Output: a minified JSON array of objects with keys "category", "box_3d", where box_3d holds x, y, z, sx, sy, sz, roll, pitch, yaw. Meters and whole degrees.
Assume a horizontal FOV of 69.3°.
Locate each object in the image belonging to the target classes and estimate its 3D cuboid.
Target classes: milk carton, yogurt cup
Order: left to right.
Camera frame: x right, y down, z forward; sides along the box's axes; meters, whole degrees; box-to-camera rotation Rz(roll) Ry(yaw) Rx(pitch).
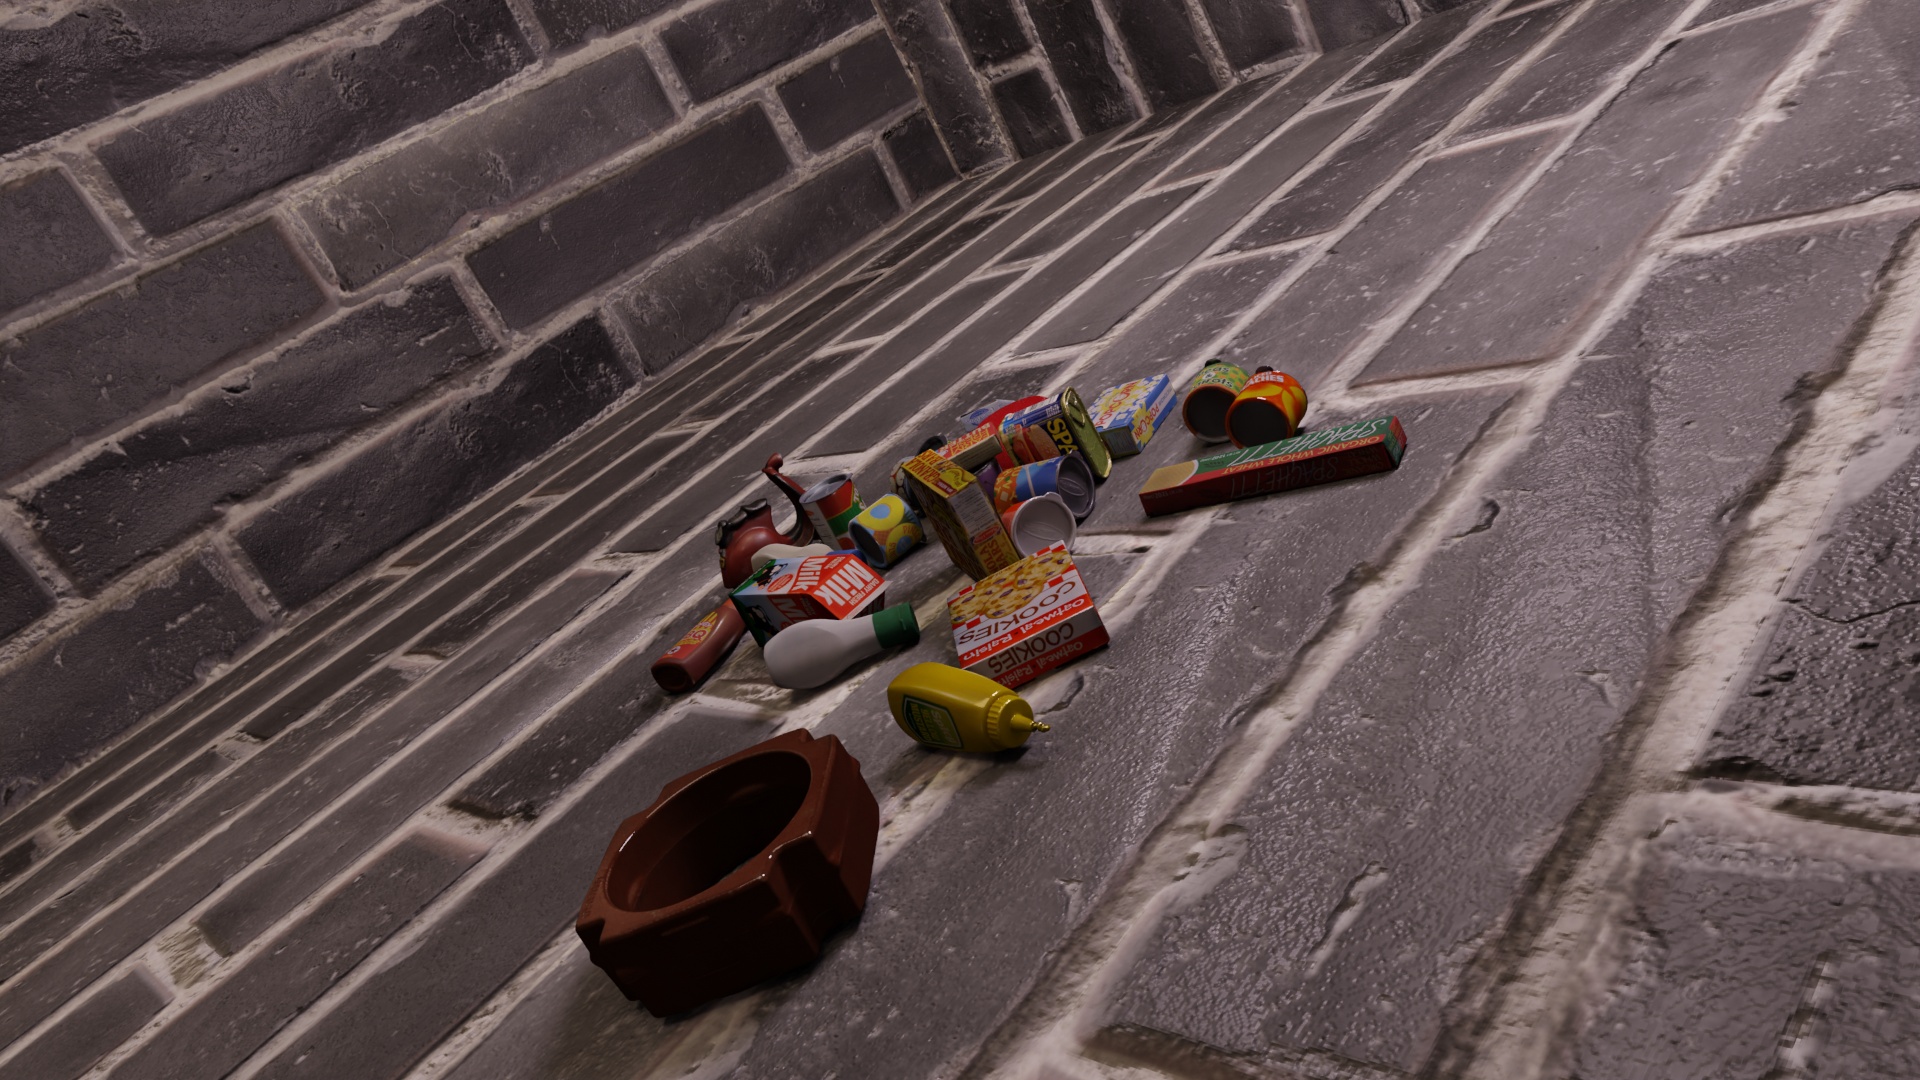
[{"category":"milk carton","box_3d":[-0.151,0.064,1.448,0.190,0.073,0.073,-4,31,47]},{"category":"yogurt cup","box_3d":[0.072,-0.010,1.357,0.072,0.072,0.054,-34,13,-16]}]

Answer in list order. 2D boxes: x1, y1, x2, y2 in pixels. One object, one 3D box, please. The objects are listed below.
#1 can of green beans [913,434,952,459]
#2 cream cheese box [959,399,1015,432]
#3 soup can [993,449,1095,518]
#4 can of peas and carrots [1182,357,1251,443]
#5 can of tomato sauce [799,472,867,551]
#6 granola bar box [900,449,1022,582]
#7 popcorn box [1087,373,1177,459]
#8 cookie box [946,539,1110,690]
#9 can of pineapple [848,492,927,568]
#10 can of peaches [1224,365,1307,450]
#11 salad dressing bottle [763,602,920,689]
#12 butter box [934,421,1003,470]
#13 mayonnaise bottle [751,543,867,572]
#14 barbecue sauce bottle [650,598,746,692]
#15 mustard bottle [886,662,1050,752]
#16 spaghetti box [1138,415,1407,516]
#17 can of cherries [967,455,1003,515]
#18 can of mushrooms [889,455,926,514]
[{"category":"can of green beans","box_3d":[-0.015,-0.081,1.609,0.071,0.058,0.071,-30,50,44]},{"category":"cream cheese box","box_3d":[0.039,-0.158,1.761,0.053,0.024,0.104,-24,-1,16]},{"category":"soup can","box_3d":[0.086,-0.052,1.427,0.083,0.071,0.072,-11,26,40]},{"category":"can of peas and carrots","box_3d":[0.264,-0.143,1.418,0.071,0.070,0.059,-16,24,31]},{"category":"can of tomato sauce","box_3d":[-0.140,-0.029,1.646,0.071,0.083,0.071,-25,20,10]},{"category":"granola bar box","box_3d":[0.005,-0.017,1.370,0.039,0.124,0.166,-31,20,-8]},{"category":"popcorn box","box_3d":[0.181,-0.136,1.556,0.085,0.038,0.127,-11,26,37]},{"category":"cookie box","box_3d":[0.056,0.069,1.219,0.123,0.040,0.168,-27,19,4]},{"category":"can of pineapple","box_3d":[-0.082,-0.010,1.552,0.058,0.071,0.071,-38,22,-24]},{"category":"can of peaches","box_3d":[0.293,-0.124,1.334,0.071,0.071,0.058,-12,26,37]},{"category":"salad dressing bottle","box_3d":[-0.114,0.099,1.341,0.148,0.064,0.044,-18,1,4]},{"category":"butter box","box_3d":[-0.003,-0.092,1.534,0.103,0.024,0.053,-28,20,5]},{"category":"mayonnaise bottle","box_3d":[-0.170,0.033,1.572,0.148,0.064,0.041,-5,26,39]},{"category":"barbecue sauce bottle","box_3d":[-0.277,0.109,1.547,0.064,0.043,0.149,-12,25,39]},{"category":"mustard bottle","box_3d":[0.009,0.135,1.088,0.049,0.065,0.160,-37,25,-34]},{"category":"spaghetti box","box_3d":[0.281,-0.066,1.270,0.249,0.028,0.050,-12,26,38]},{"category":"can of cherries","box_3d":[0.023,-0.059,1.544,0.071,0.058,0.072,-25,19,10]},{"category":"can of mushrooms","box_3d":[-0.049,-0.066,1.648,0.071,0.071,0.033,-41,23,-32]}]
